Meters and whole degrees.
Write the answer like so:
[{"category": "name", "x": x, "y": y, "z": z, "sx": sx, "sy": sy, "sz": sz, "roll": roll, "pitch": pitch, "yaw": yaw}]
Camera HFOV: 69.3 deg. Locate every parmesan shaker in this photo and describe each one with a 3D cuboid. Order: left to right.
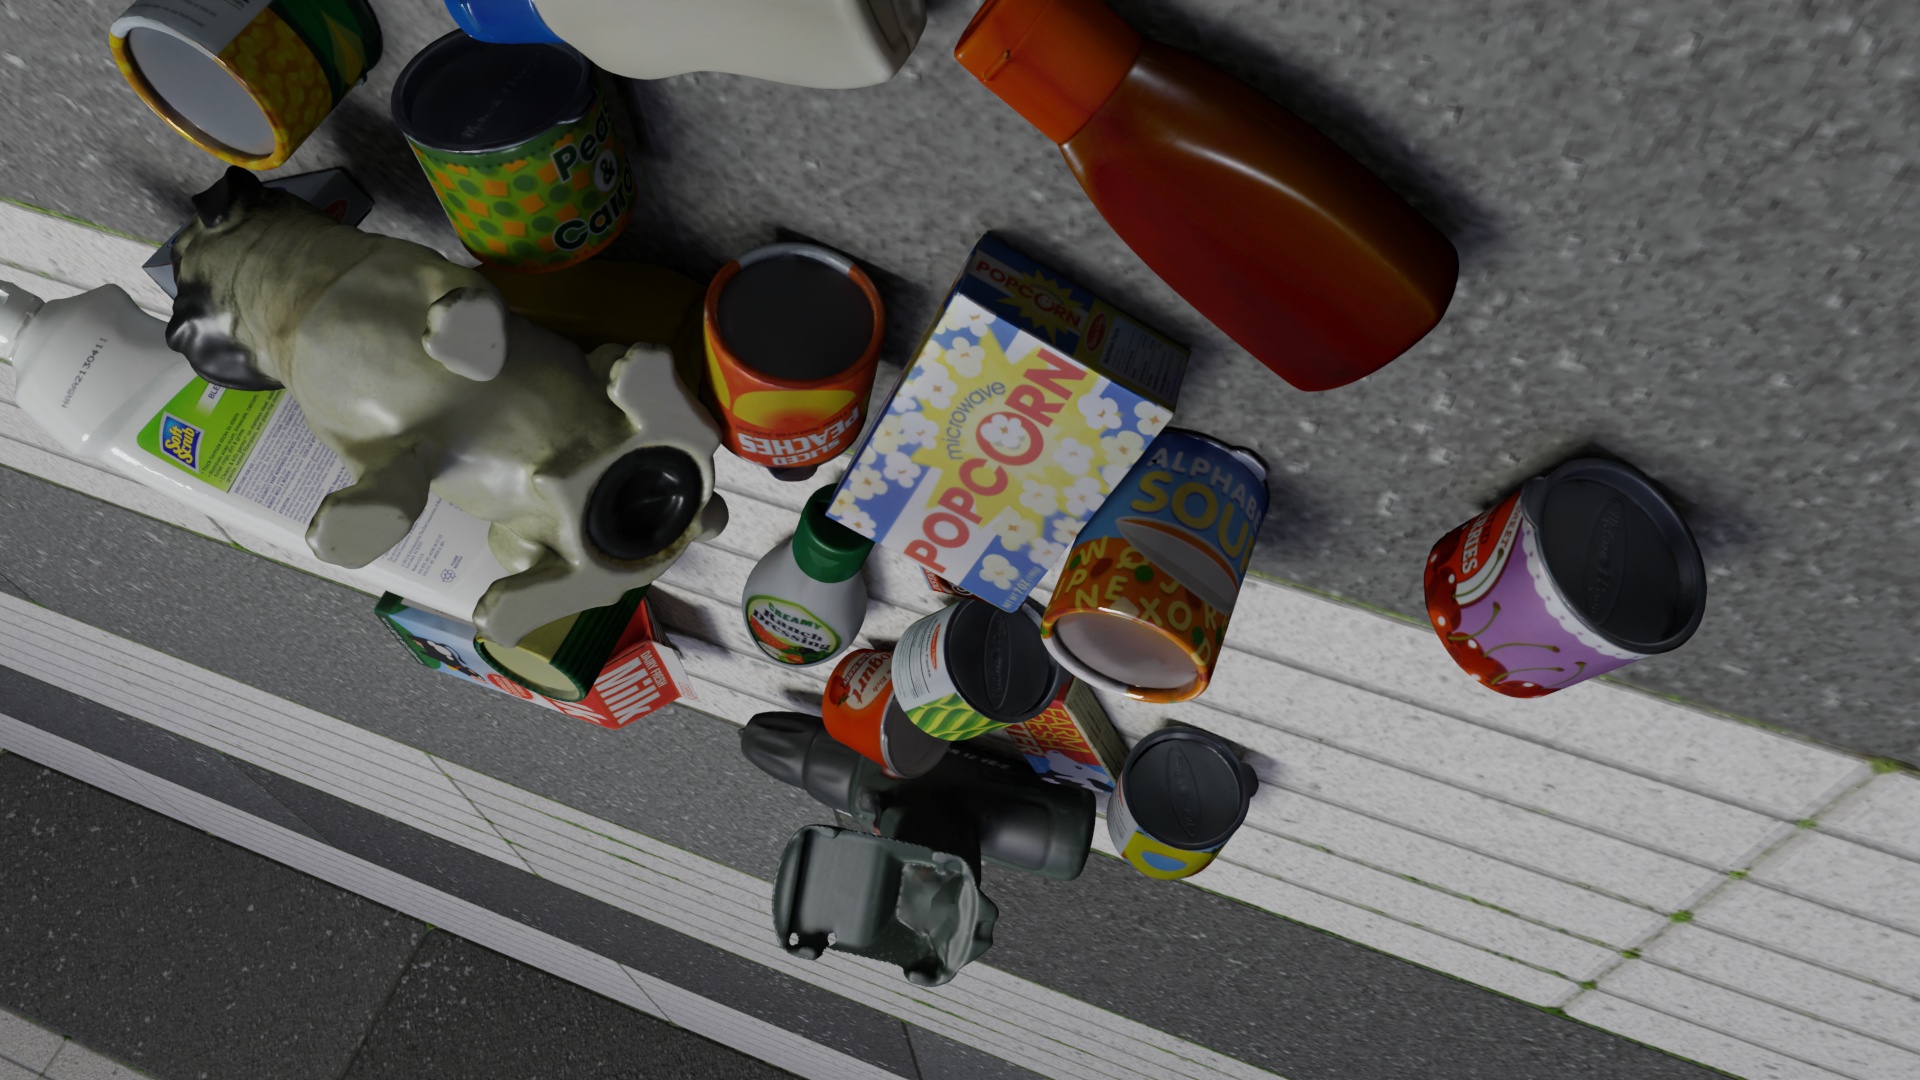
[{"category": "parmesan shaker", "x": -0.208, "y": 0.027, "z": 0.745, "sx": 0.071, "sy": 0.103, "sz": 0.071, "roll": 18, "pitch": 151, "yaw": 11}]

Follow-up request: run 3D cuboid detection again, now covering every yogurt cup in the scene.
[{"category": "yogurt cup", "x": -0.040, "y": 0.092, "z": 0.772, "sx": 0.054, "sy": 0.073, "sz": 0.072, "roll": 13, "pitch": 150, "yaw": 35}]

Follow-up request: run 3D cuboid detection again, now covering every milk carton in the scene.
[{"category": "milk carton", "x": -0.253, "y": 0.057, "z": 0.861, "sx": 0.191, "sy": 0.074, "sz": 0.072, "roll": 15, "pitch": 150, "yaw": 15}]

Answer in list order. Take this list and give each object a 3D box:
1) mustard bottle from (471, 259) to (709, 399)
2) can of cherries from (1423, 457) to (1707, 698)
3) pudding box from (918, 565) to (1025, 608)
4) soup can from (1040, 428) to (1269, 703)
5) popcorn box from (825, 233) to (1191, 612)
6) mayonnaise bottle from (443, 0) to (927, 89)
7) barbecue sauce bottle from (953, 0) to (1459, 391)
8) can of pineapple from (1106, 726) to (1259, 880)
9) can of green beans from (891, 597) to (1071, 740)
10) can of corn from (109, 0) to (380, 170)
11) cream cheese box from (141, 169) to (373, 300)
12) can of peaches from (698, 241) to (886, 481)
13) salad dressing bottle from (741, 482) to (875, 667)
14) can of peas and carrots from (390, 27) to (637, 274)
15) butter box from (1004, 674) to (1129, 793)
[{"category": "mustard bottle", "x": -0.171, "y": -0.089, "z": 0.582, "sx": 0.160, "sy": 0.049, "sz": 0.065, "roll": 13, "pitch": 144, "yaw": 21}, {"category": "can of cherries", "x": 0.196, "y": 0.012, "z": 0.460, "sx": 0.071, "sy": 0.072, "sz": 0.058, "roll": 29, "pitch": 152, "yaw": -8}, {"category": "pudding box", "x": 0.002, "y": -0.008, "z": 0.607, "sx": 0.050, "sy": 0.030, "sz": 0.083, "roll": 11, "pitch": 148, "yaw": 23}, {"category": "soup can", "x": 0.076, "y": 0.009, "z": 0.525, "sx": 0.071, "sy": 0.084, "sz": 0.071, "roll": 18, "pitch": 150, "yaw": 11}, {"category": "popcorn box", "x": 0.014, "y": -0.037, "z": 0.508, "sx": 0.085, "sy": 0.038, "sz": 0.126, "roll": 29, "pitch": 134, "yaw": -7}, {"category": "mayonnaise bottle", "x": -0.086, "y": -0.164, "z": 0.404, "sx": 0.148, "sy": 0.041, "sz": 0.064, "roll": 10, "pitch": 146, "yaw": 26}, {"category": "barbecue sauce bottle", "x": 0.066, "y": -0.103, "z": 0.389, "sx": 0.148, "sy": 0.044, "sz": 0.064, "roll": 35, "pitch": 149, "yaw": -17}, {"category": "can of pineapple", "x": 0.115, "y": 0.139, "z": 0.730, "sx": 0.071, "sy": 0.071, "sz": 0.057, "roll": 20, "pitch": 151, "yaw": 7}, {"category": "can of green beans", "x": 0.007, "y": 0.062, "z": 0.681, "sx": 0.071, "sy": 0.071, "sz": 0.057, "roll": 34, "pitch": 150, "yaw": -17}, {"category": "can of corn", "x": -0.251, "y": -0.173, "z": 0.493, "sx": 0.071, "sy": 0.058, "sz": 0.070, "roll": 18, "pitch": 150, "yaw": 11}, {"category": "cream cheese box", "x": -0.308, "y": -0.132, "z": 0.609, "sx": 0.104, "sy": 0.053, "sz": 0.024, "roll": 2, "pitch": 142, "yaw": 34}, {"category": "can of peaches", "x": -0.063, "y": -0.066, "z": 0.517, "sx": 0.071, "sy": 0.071, "sz": 0.057, "roll": 24, "pitch": 150, "yaw": 1}, {"category": "salad dressing bottle", "x": -0.072, "y": 0.019, "z": 0.693, "sx": 0.064, "sy": 0.044, "sz": 0.147, "roll": 27, "pitch": 151, "yaw": -3}, {"category": "can of peas and carrots", "x": -0.147, "y": -0.133, "z": 0.474, "sx": 0.071, "sy": 0.071, "sz": 0.058, "roll": 16, "pitch": 151, "yaw": 14}, {"category": "butter box", "x": 0.053, "y": 0.102, "z": 0.756, "sx": 0.053, "sy": 0.024, "sz": 0.103, "roll": 4, "pitch": 146, "yaw": 31}]
